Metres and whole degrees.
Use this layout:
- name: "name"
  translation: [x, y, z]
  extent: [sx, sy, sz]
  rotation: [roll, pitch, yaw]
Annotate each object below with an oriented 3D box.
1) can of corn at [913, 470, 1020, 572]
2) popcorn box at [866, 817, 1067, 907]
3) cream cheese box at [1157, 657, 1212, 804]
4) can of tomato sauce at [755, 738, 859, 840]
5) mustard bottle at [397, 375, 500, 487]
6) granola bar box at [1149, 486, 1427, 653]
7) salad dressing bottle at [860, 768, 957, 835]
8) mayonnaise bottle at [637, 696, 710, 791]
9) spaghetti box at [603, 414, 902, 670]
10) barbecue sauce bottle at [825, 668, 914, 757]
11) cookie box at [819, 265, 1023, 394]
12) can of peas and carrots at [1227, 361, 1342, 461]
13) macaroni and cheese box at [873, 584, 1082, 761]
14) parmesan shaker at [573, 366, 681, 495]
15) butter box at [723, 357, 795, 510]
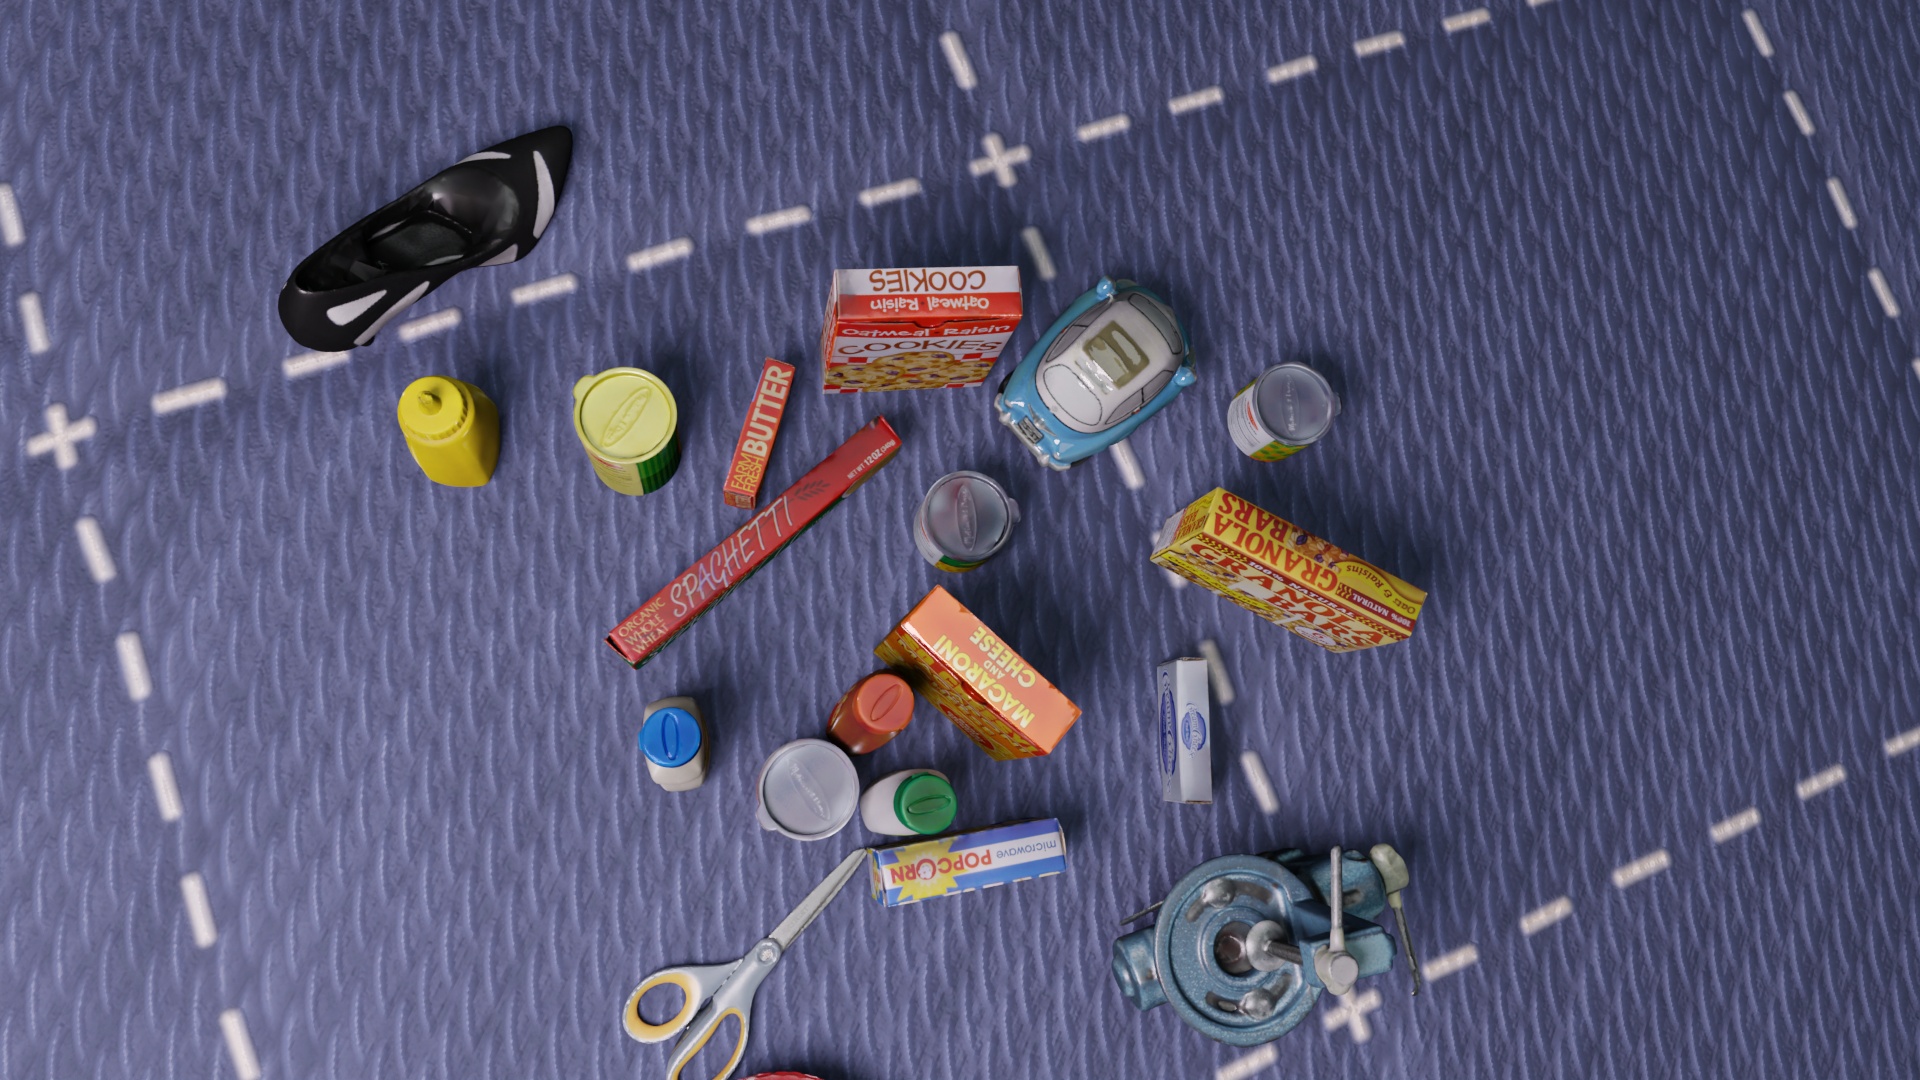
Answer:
- name: "can of corn"
  translation: [0.004, -0.013, 1.013]
  extent: [0.071, 0.058, 0.071]
  rotation: [2, 79, -9]
- name: "popcorn box"
  translation: [0.003, 0.219, 0.955]
  extent: [0.127, 0.085, 0.038]
  rotation: [-9, 81, -11]
- name: "cream cheese box"
  translation: [0.163, 0.139, 1.013]
  extent: [0.024, 0.053, 0.104]
  rotation: [1, 79, -9]
- name: "can of tomato sauce"
  translation: [-0.107, 0.171, 0.947]
  extent: [0.071, 0.083, 0.071]
  rotation: [2, 80, -9]
- name: "mustard bottle"
  translation: [-0.339, -0.078, 0.916]
  extent: [0.049, 0.160, 0.065]
  rotation: [4, 79, -8]
- name: "granola bar box"
  translation: [0.233, 0.026, 1.009]
  extent: [0.165, 0.124, 0.039]
  rotation: [26, 77, -4]
- name: "salad dressing bottle"
  translation: [-0.032, 0.175, 0.925]
  extent: [0.064, 0.147, 0.044]
  rotation: [-12, 82, -11]
- name: "mayonnaise bottle"
  translation: [-0.186, 0.131, 0.908]
  extent: [0.041, 0.148, 0.065]
  rotation: [-6, 81, -10]
- name: "spaghetti box"
  translation: [-0.145, 0.001, 0.990]
  extent: [0.251, 0.050, 0.028]
  rotation: [-41, 88, -14]
- name: "barbecue sauce bottle"
  translation: [-0.057, 0.114, 0.932]
  extent: [0.043, 0.148, 0.065]
  rotation: [41, 76, 0]
- name: "cookie box"
  translation: [-0.033, -0.145, 0.975]
  extent: [0.123, 0.167, 0.040]
  rotation: [-4, 81, -10]
- name: "can of peas and carrots"
  translation: [0.248, -0.098, 1.069]
  extent: [0.071, 0.058, 0.071]
  rotation: [2, 79, -9]
- name: "macaroni and cheese box"
  translation: [0.006, 0.095, 0.937]
  extent: [0.124, 0.166, 0.040]
  rotation: [42, 77, 0]
- name: "parmesan shaker"
  translation: [-0.230, -0.076, 0.963]
  extent: [0.071, 0.103, 0.071]
  rotation: [2, 80, -9]
- name: "butter box"
  translation: [-0.145, -0.075, 1.002]
  extent: [0.024, 0.053, 0.103]
  rotation: [17, 77, -6]
